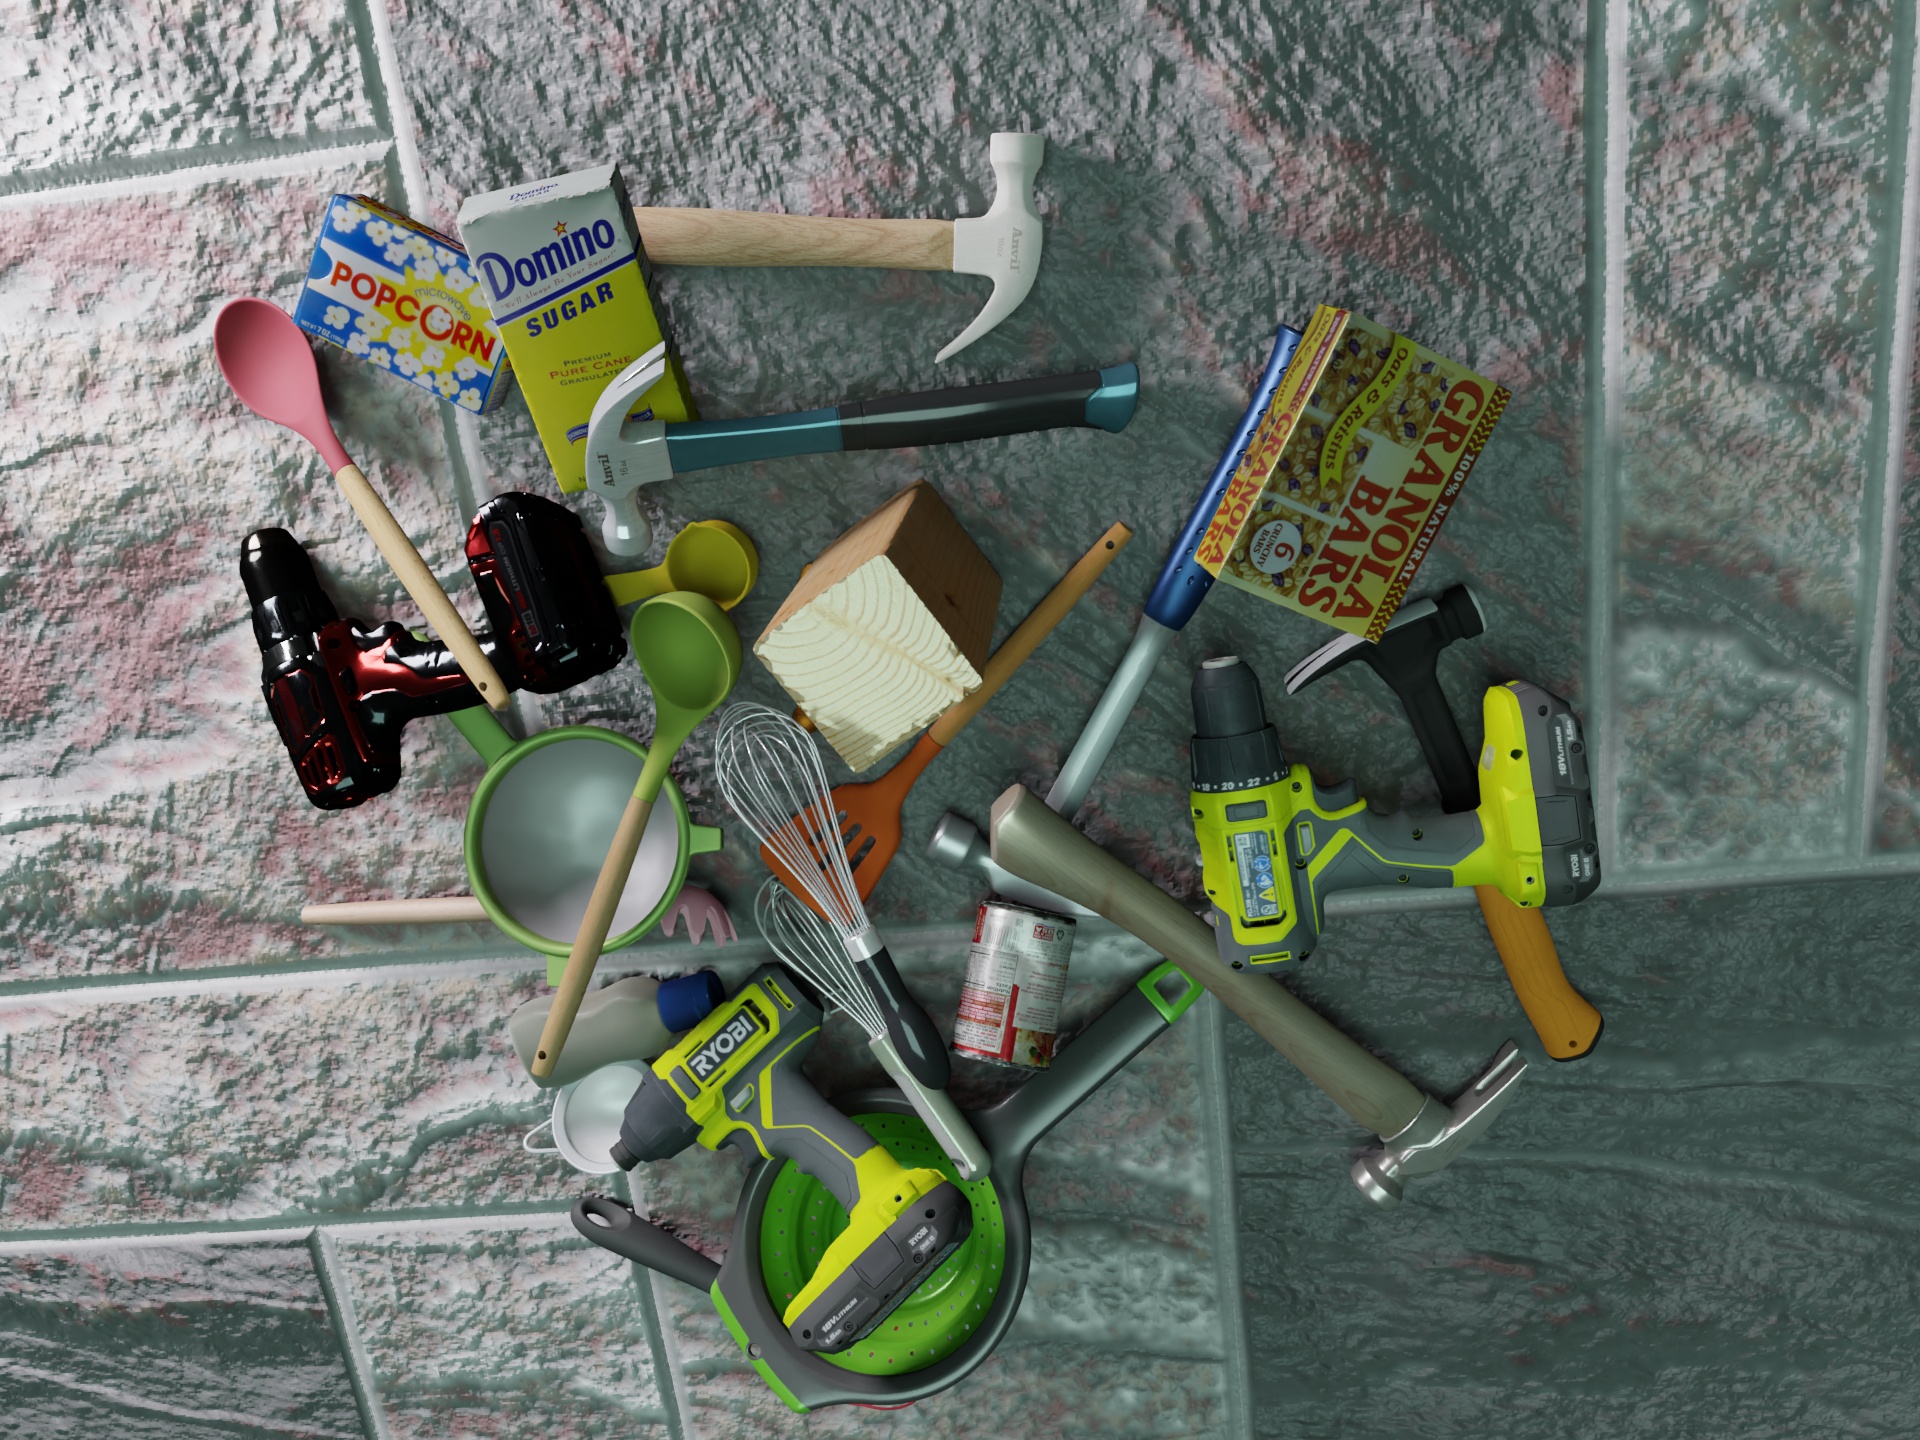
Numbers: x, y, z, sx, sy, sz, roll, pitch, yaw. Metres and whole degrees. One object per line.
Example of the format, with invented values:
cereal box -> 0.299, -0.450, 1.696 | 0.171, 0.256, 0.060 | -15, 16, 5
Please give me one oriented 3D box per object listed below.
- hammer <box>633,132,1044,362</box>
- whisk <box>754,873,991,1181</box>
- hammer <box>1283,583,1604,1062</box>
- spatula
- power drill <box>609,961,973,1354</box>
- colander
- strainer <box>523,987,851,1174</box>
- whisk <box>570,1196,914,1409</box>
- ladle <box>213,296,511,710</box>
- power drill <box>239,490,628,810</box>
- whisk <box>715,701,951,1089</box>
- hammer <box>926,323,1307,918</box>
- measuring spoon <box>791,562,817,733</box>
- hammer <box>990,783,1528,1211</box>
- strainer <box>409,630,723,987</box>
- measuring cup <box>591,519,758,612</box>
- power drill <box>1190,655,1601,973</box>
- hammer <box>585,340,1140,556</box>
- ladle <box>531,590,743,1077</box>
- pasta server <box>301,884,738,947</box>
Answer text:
hammer -> -0.117, -0.283, 0.943 | 0.331, 0.031, 0.130 | 3, 109, 4
whisk -> -0.057, 0.204, 1.067 | 0.246, 0.059, 0.057 | 54, 149, 7
hammer -> 0.332, 0.084, 1.032 | 0.127, 0.034, 0.336 | -25, 106, 12
spatula -> -0.002, -0.003, 1.026 | 0.081, 0.041, 0.322 | 42, 106, 2
power drill -> -0.115, 0.296, 1.050 | 0.171, 0.080, 0.223 | -44, 70, -3
colander -> 0.014, 0.308, 1.112 | 0.397, 0.094, 0.205 | -41, 74, -2
strainer -> -0.189, 0.252, 1.133 | 0.258, 0.050, 0.087 | -28, 61, 8
whisk -> -0.158, 0.430, 1.184 | 0.296, 0.073, 0.073 | 27, 109, 0
ladle -> -0.358, -0.131, 0.960 | 0.069, 0.031, 0.315 | -43, 76, 26
power drill -> -0.345, -0.066, 1.003 | 0.226, 0.080, 0.188 | -24, 83, 12
whisk -> -0.078, 0.115, 1.020 | 0.070, 0.070, 0.284 | -26, 98, 13
hammer -> 0.127, -0.051, 1.001 | 0.144, 0.035, 0.405 | 26, 109, -4
measuring spoon -> -0.099, -0.045, 1.035 | 0.021, 0.011, 0.117 | 5, 110, 3
hammer -> 0.189, 0.166, 1.045 | 0.410, 0.038, 0.146 | 38, 103, -15
strainer -> -0.280, 0.041, 1.060 | 0.151, 0.069, 0.256 | -43, 83, 2
measuring cup -> -0.201, -0.091, 1.026 | 0.156, 0.029, 0.062 | -10, 108, 21
power drill -> 0.253, 0.044, 0.962 | 0.228, 0.080, 0.190 | -9, 97, 8
hammer -> -0.058, -0.174, 0.945 | 0.331, 0.033, 0.128 | -7, 134, -3
ladle -> -0.213, 0.073, 0.990 | 0.078, 0.062, 0.320 | 21, 91, 21
pasta server -> -0.309, 0.138, 1.104 | 0.316, 0.060, 0.040 | -3, 73, 8
